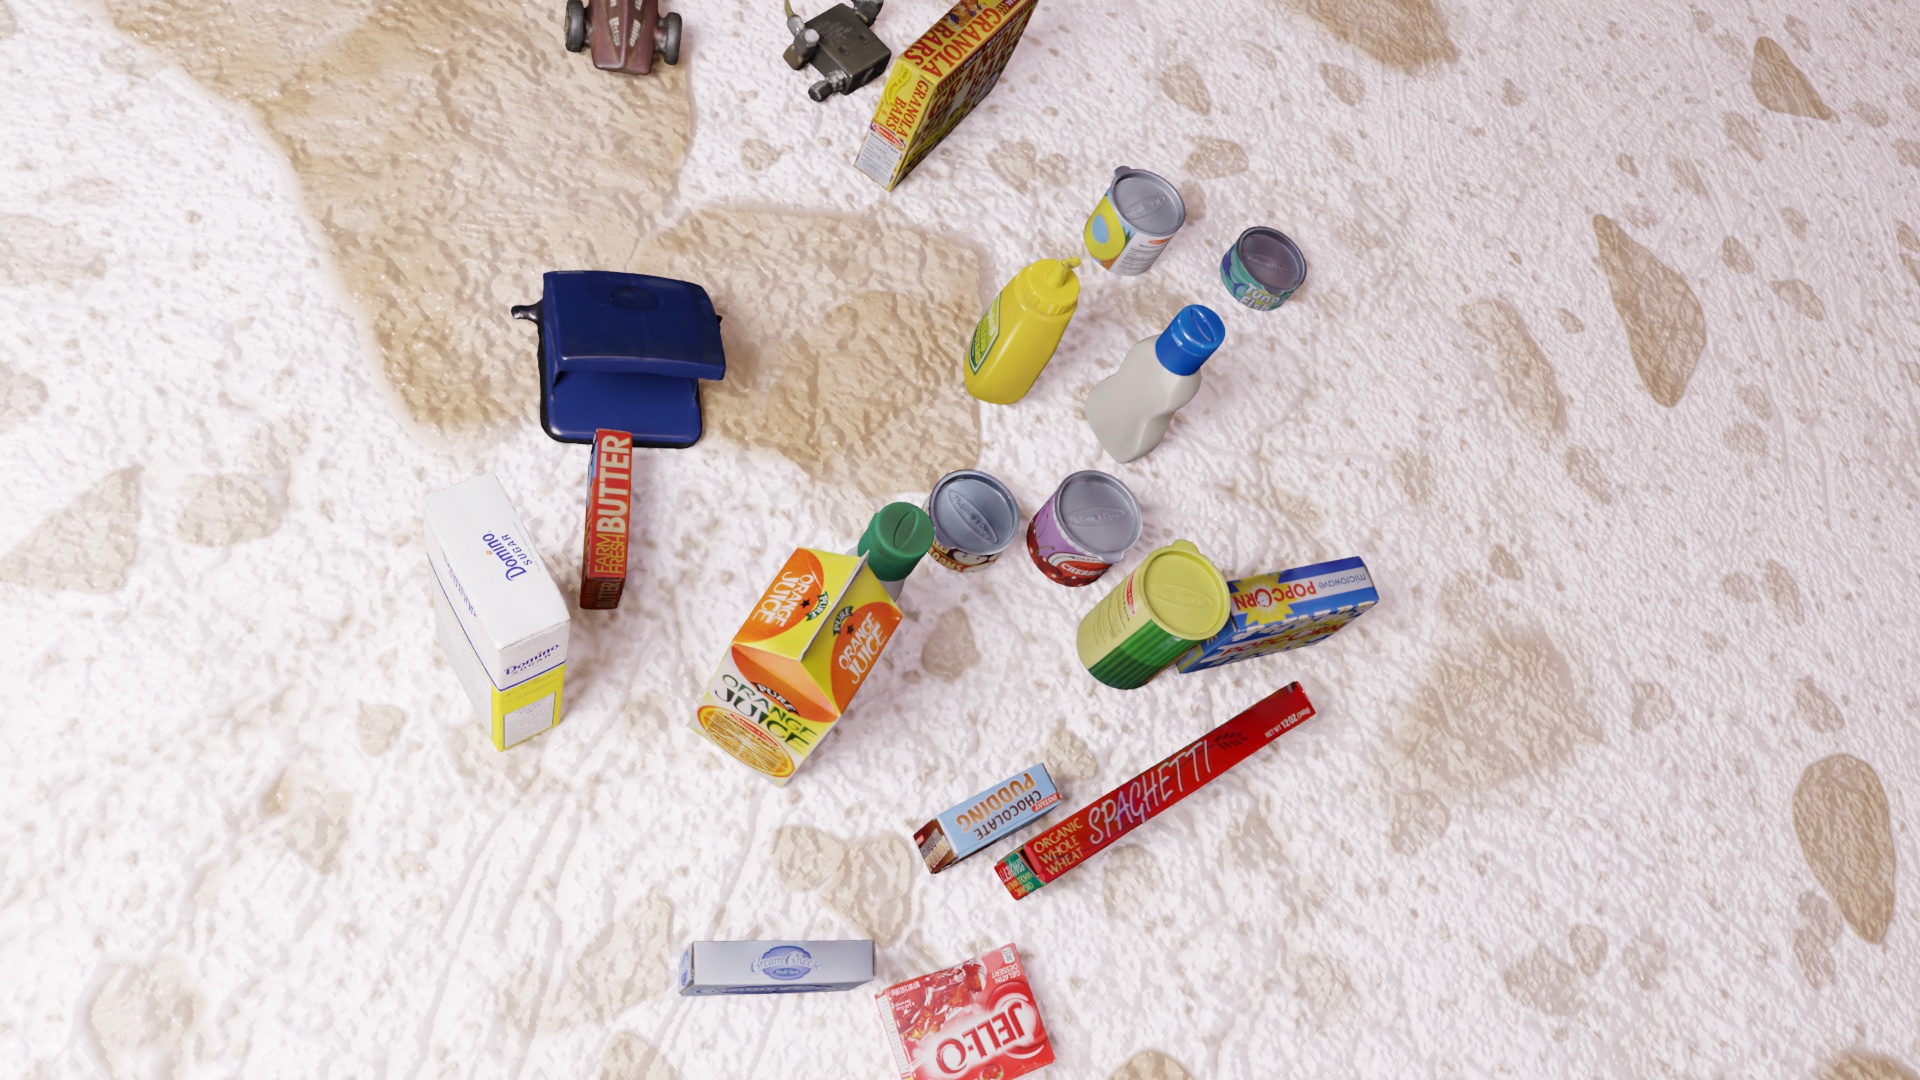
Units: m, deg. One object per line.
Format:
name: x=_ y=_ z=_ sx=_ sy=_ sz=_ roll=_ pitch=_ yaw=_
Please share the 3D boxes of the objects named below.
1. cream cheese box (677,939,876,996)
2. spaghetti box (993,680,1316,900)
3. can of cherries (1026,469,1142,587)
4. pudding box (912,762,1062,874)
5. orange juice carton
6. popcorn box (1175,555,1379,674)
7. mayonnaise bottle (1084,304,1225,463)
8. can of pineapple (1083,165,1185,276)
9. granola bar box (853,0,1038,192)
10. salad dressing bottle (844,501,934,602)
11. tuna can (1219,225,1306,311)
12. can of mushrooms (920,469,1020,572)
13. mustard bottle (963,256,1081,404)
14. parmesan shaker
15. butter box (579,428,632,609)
cream cheese box: x=-0.104 y=0.241 z=0.784 sx=0.104 sy=0.053 sz=0.024 roll=5 pitch=64 yaw=-19
spaghetti box: x=0.132 y=0.162 z=0.916 sx=0.251 sy=0.050 sz=0.029 roll=-25 pitch=76 yaw=-29
can of cherries: x=0.086 y=-0.005 z=0.978 sx=0.071 sy=0.058 sz=0.072 roll=9 pitch=62 yaw=-17
pudding box: x=0.017 y=0.174 z=0.867 sx=0.084 sy=0.049 sz=0.030 roll=-22 pitch=74 yaw=-28
orange juice carton: x=-0.094 y=0.070 z=0.793 sx=0.073 sy=0.191 sz=0.072 roll=34 pitch=58 yaw=-2
popcorn box: x=0.220 y=0.053 z=0.984 sx=0.127 sy=0.085 sz=0.038 roll=-9 pitch=69 yaw=-25
mayonnaise bottle: x=0.141 y=-0.115 z=1.001 sx=0.041 sy=0.147 sz=0.065 roll=-22 pitch=74 yaw=-28
can of pineapple: x=0.139 y=-0.259 z=1.126 sx=0.071 sy=0.057 sz=0.071 roll=9 pitch=62 yaw=-17
granola bar box: x=-0.008 y=-0.363 z=1.083 sx=0.039 sy=0.123 sz=0.166 roll=37 pitch=58 yaw=0
salad dressing bottle: x=-0.056 y=0.024 z=0.857 sx=0.044 sy=0.147 sz=0.064 roll=30 pitch=58 yaw=-5
tuna can: x=0.254 y=-0.226 z=1.168 sx=0.071 sy=0.032 sz=0.071 roll=9 pitch=62 yaw=-17
can of mushrooms: x=0.003 y=-0.012 z=0.964 sx=0.071 sy=0.033 sz=0.071 roll=9 pitch=62 yaw=-17
mustard bottle: x=0.047 y=-0.156 z=0.979 sx=0.049 sy=0.159 sz=0.065 roll=11 pitch=62 yaw=-16
parmesan shaker: x=0.129 y=0.052 z=0.939 sx=0.071 sy=0.102 sz=0.071 roll=9 pitch=62 yaw=-17
butter box: x=-0.221 y=-0.013 z=0.867 sx=0.024 sy=0.053 sz=0.104 roll=5 pitch=63 yaw=-19
